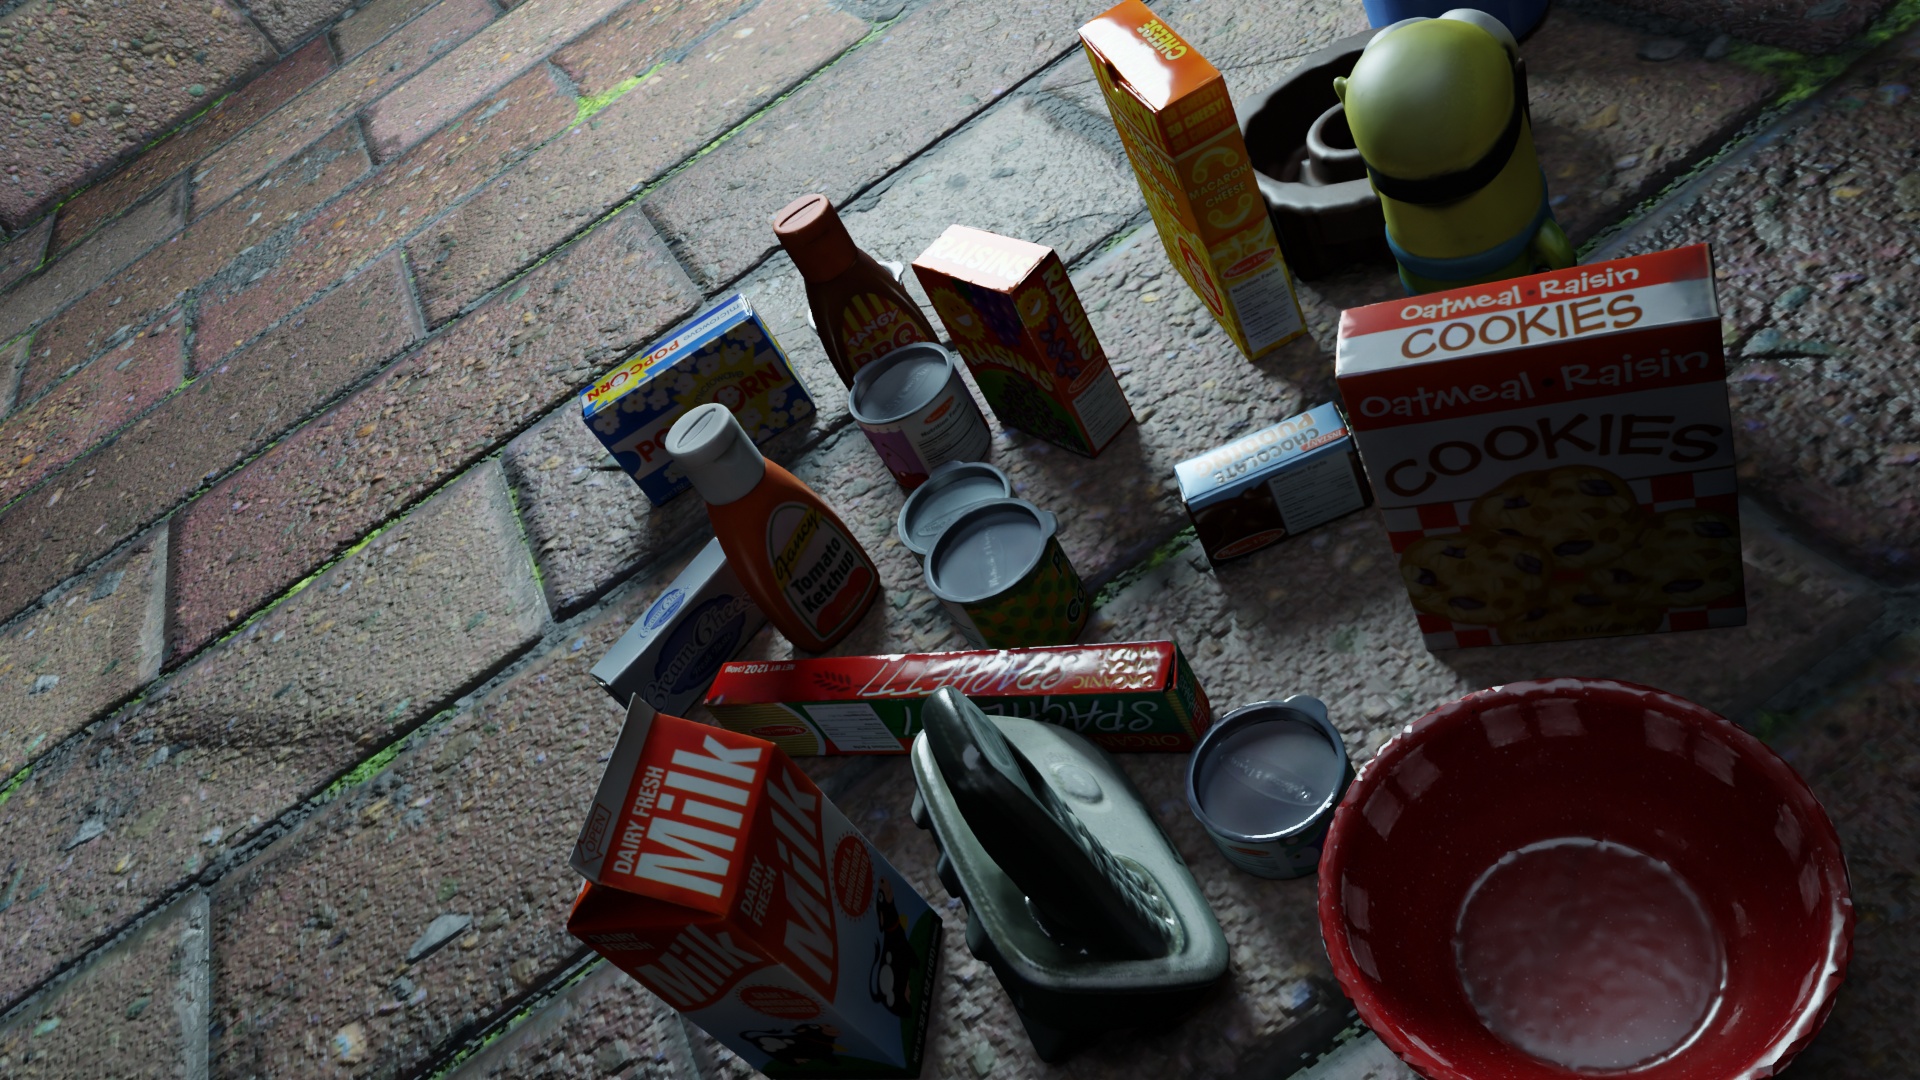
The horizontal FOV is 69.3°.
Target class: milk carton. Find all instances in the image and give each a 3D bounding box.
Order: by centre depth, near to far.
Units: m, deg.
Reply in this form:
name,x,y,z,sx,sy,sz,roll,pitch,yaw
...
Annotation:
name,x,y,z,sx,sy,sz,roll,pitch,yaw
milk carton,-0.083,0.140,0.538,0.073,0.189,0.073,-11,45,24

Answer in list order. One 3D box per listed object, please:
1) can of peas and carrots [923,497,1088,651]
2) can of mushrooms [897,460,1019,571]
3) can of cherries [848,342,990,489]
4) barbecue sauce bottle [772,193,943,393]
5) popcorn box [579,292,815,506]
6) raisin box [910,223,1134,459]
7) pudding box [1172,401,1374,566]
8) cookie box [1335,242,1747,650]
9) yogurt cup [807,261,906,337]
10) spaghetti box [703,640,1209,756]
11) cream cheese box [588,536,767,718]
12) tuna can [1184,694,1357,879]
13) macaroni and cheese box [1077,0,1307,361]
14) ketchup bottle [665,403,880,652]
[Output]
name,x,y,z,sx,sy,sz,roll,pitch,yaw
can of peas and carrots,0.026,0.021,0.688,0.071,0.058,0.071,-18,43,17
can of mushrooms,0.003,-0.009,0.752,0.071,0.033,0.071,-17,43,17
can of cherries,-0.024,-0.073,0.813,0.071,0.058,0.072,-18,43,17
barbecue sauce bottle,-0.060,-0.138,0.830,0.065,0.148,0.044,-35,40,-2
popcorn box,-0.170,-0.091,0.901,0.127,0.085,0.038,-32,40,1
raisin box,0.035,-0.110,0.761,0.040,0.123,0.086,-46,42,-15
pudding box,0.149,-0.026,0.664,0.083,0.049,0.030,-23,41,11
cookie box,0.223,-0.027,0.528,0.123,0.166,0.040,-7,47,27
yogurt cup,-0.058,-0.140,0.903,0.072,0.053,0.073,-18,43,17
spaghetti box,-0.007,0.078,0.659,0.250,0.050,0.029,-5,48,28
cream cheese box,-0.151,0.054,0.771,0.024,0.053,0.104,22,64,44
tuna can,0.129,0.099,0.566,0.071,0.032,0.071,-17,43,17
macaroni and cheese box,0.126,-0.195,0.756,0.040,0.166,0.124,-29,41,5
ketchup bottle,-0.100,-0.008,0.727,0.043,0.148,0.065,18,61,42
